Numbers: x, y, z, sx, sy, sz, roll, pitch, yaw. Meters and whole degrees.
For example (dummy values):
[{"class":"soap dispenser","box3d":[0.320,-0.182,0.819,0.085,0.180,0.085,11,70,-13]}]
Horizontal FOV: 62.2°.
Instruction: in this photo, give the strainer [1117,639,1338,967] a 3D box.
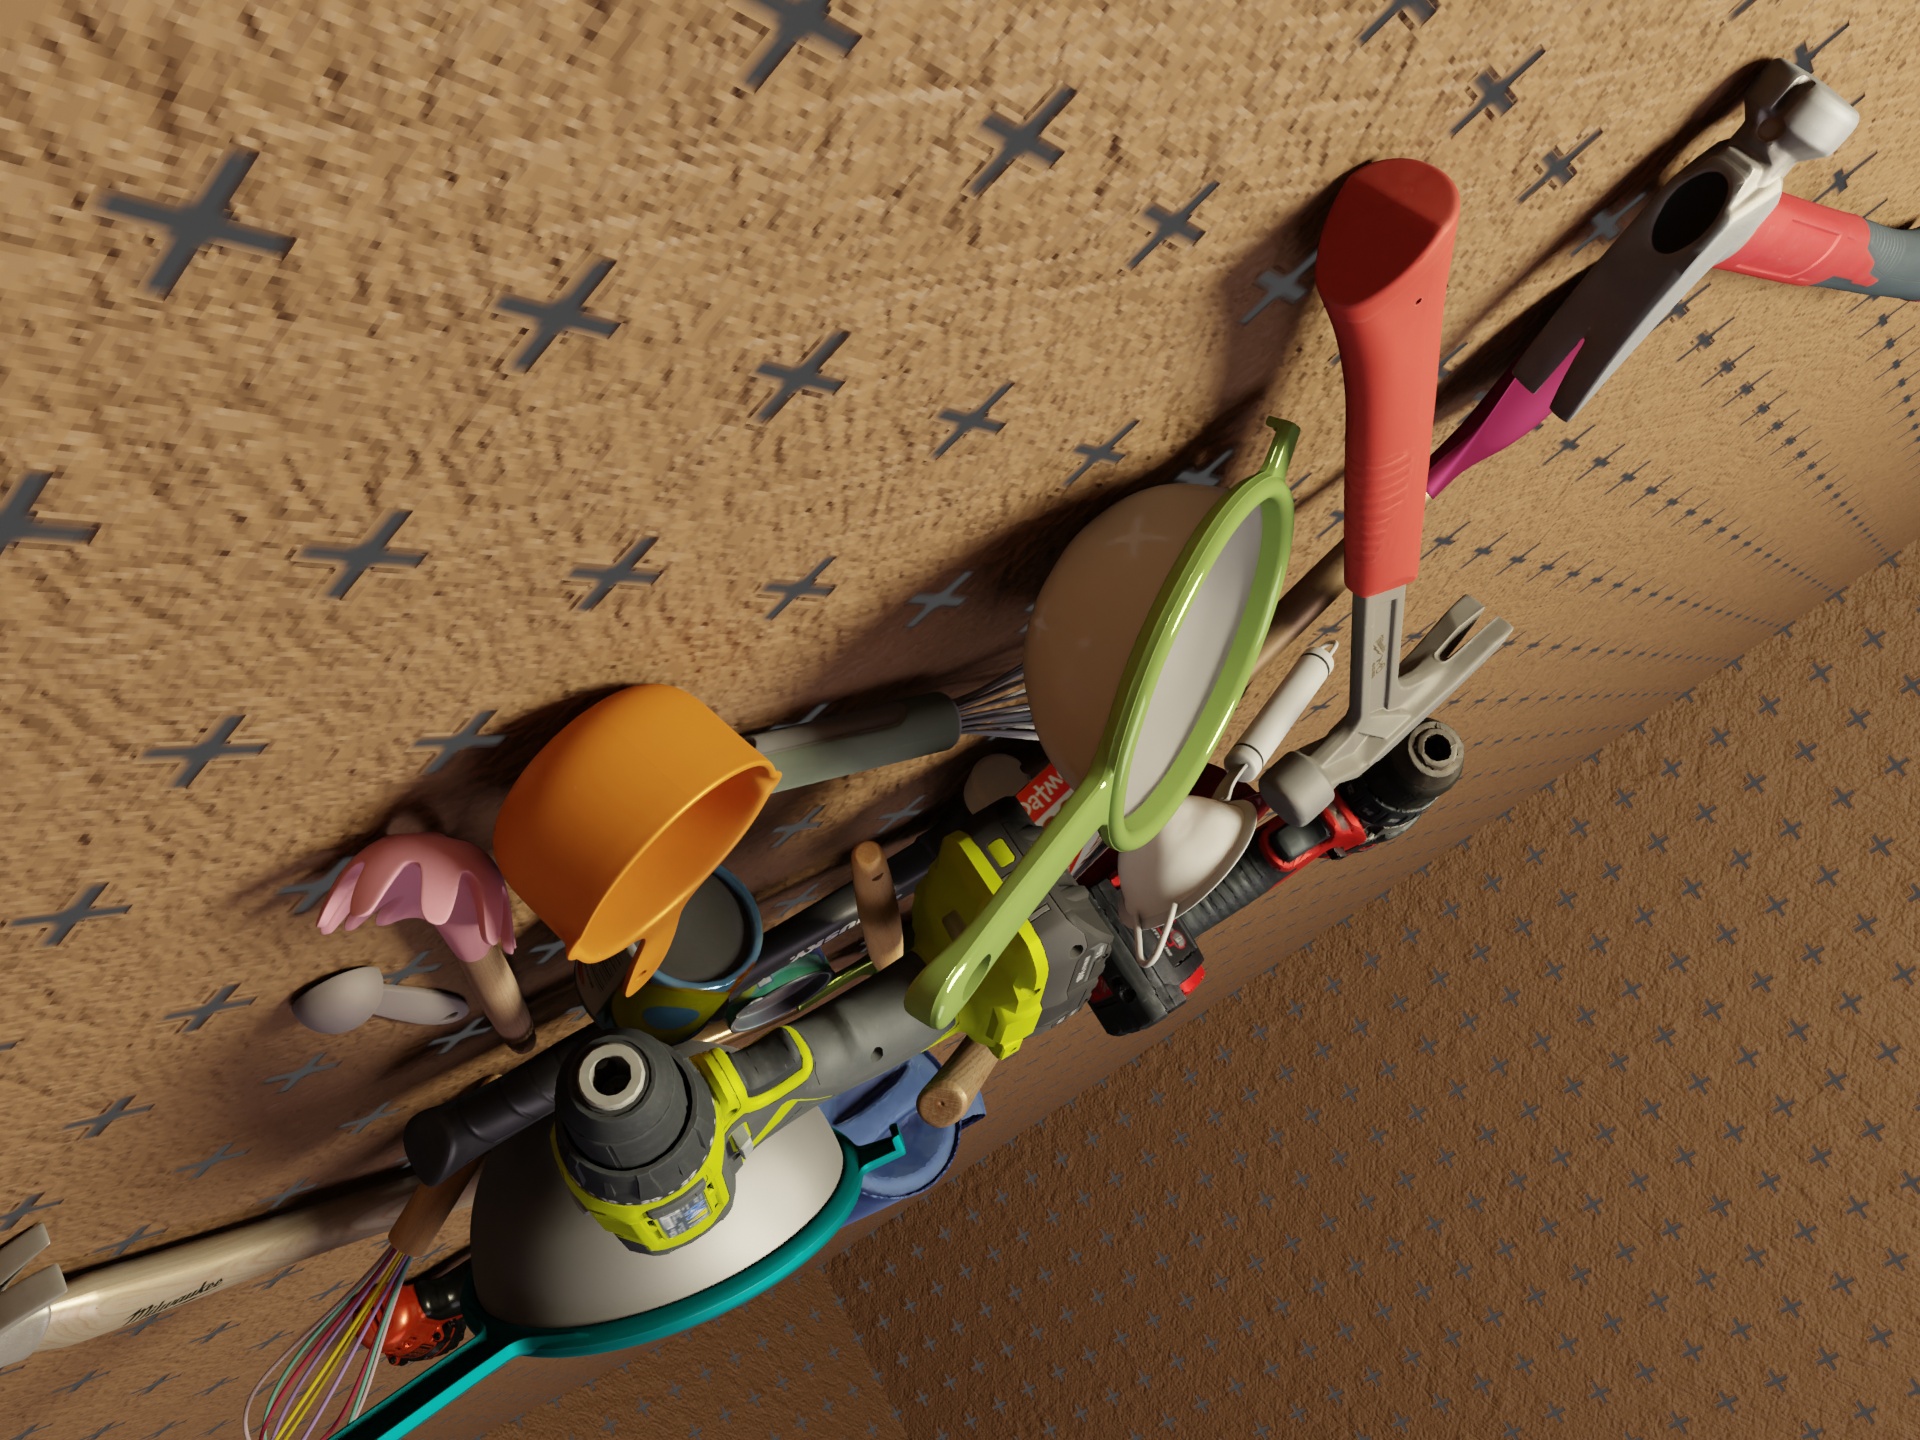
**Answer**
[{"class":"strainer","box3d":[0.140,0.025,0.819,0.087,0.050,0.258,-27,-166,48]}]

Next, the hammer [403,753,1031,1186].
[{"class":"hammer","box3d":[-0.114,0.127,0.787,0.335,0.035,0.146,-29,163,-25]}]

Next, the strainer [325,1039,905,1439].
[{"class":"strainer","box3d":[-0.199,0.240,0.763,0.211,0.095,0.340,-7,-168,38]}]

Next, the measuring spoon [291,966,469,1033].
[{"class":"measuring spoon","box3d":[-0.228,0.120,0.649,0.034,0.018,0.124,-31,163,0]}]

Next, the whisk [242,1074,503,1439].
[{"class":"whisk","box3d":[-0.298,0.291,0.823,0.245,0.051,0.047,-58,153,2]}]

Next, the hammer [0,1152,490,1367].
[{"class":"hammer","box3d":[-0.330,0.265,0.849,0.146,0.038,0.410,-41,161,24]}]

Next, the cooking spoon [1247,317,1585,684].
[{"class":"cooking spoon","box3d":[0.182,-0.083,0.695,0.319,0.017,0.068,-46,152,10]}]

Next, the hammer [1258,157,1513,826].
[{"class":"hammer","box3d":[0.172,-0.080,0.623,0.149,0.037,0.358,-42,152,-10]}]

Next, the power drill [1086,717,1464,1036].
[{"class":"power drill","box3d":[0.165,0.077,0.873,0.226,0.080,0.188,-31,171,-12]}]

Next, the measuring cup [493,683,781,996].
[{"class":"measuring cup","box3d":[-0.120,0.050,0.554,0.095,0.052,0.173,-42,170,-31]}]

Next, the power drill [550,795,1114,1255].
[{"class":"power drill","box3d":[-0.056,0.125,0.639,0.228,0.080,0.190,-28,159,-17]}]

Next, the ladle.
[{"class":"ladle","box3d":[-0.120,0.191,0.962,0.320,0.062,0.078,-18,163,-29]}]

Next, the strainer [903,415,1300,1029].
[{"class":"strainer","box3d":[0.037,0.002,0.573,0.256,0.069,0.151,-49,154,-34]}]

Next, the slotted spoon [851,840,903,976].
[{"class":"slotted spoon","box3d":[-0.036,0.111,0.793,0.070,0.031,0.313,-33,162,-12]}]

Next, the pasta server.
[{"class":"pasta server","box3d":[-0.192,0.103,0.630,0.060,0.040,0.316,7,156,-6]}]

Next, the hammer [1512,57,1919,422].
[{"class":"hammer","box3d":[0.382,-0.202,0.726,0.386,0.038,0.143,-13,147,-47]}]

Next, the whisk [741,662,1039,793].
[{"class":"whisk","box3d":[-0.001,-0.002,0.660,0.246,0.058,0.059,-13,121,-37]}]

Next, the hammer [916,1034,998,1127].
[{"class":"hammer","box3d":[0.047,0.175,1.068,0.130,0.031,0.331,-44,178,26]}]
